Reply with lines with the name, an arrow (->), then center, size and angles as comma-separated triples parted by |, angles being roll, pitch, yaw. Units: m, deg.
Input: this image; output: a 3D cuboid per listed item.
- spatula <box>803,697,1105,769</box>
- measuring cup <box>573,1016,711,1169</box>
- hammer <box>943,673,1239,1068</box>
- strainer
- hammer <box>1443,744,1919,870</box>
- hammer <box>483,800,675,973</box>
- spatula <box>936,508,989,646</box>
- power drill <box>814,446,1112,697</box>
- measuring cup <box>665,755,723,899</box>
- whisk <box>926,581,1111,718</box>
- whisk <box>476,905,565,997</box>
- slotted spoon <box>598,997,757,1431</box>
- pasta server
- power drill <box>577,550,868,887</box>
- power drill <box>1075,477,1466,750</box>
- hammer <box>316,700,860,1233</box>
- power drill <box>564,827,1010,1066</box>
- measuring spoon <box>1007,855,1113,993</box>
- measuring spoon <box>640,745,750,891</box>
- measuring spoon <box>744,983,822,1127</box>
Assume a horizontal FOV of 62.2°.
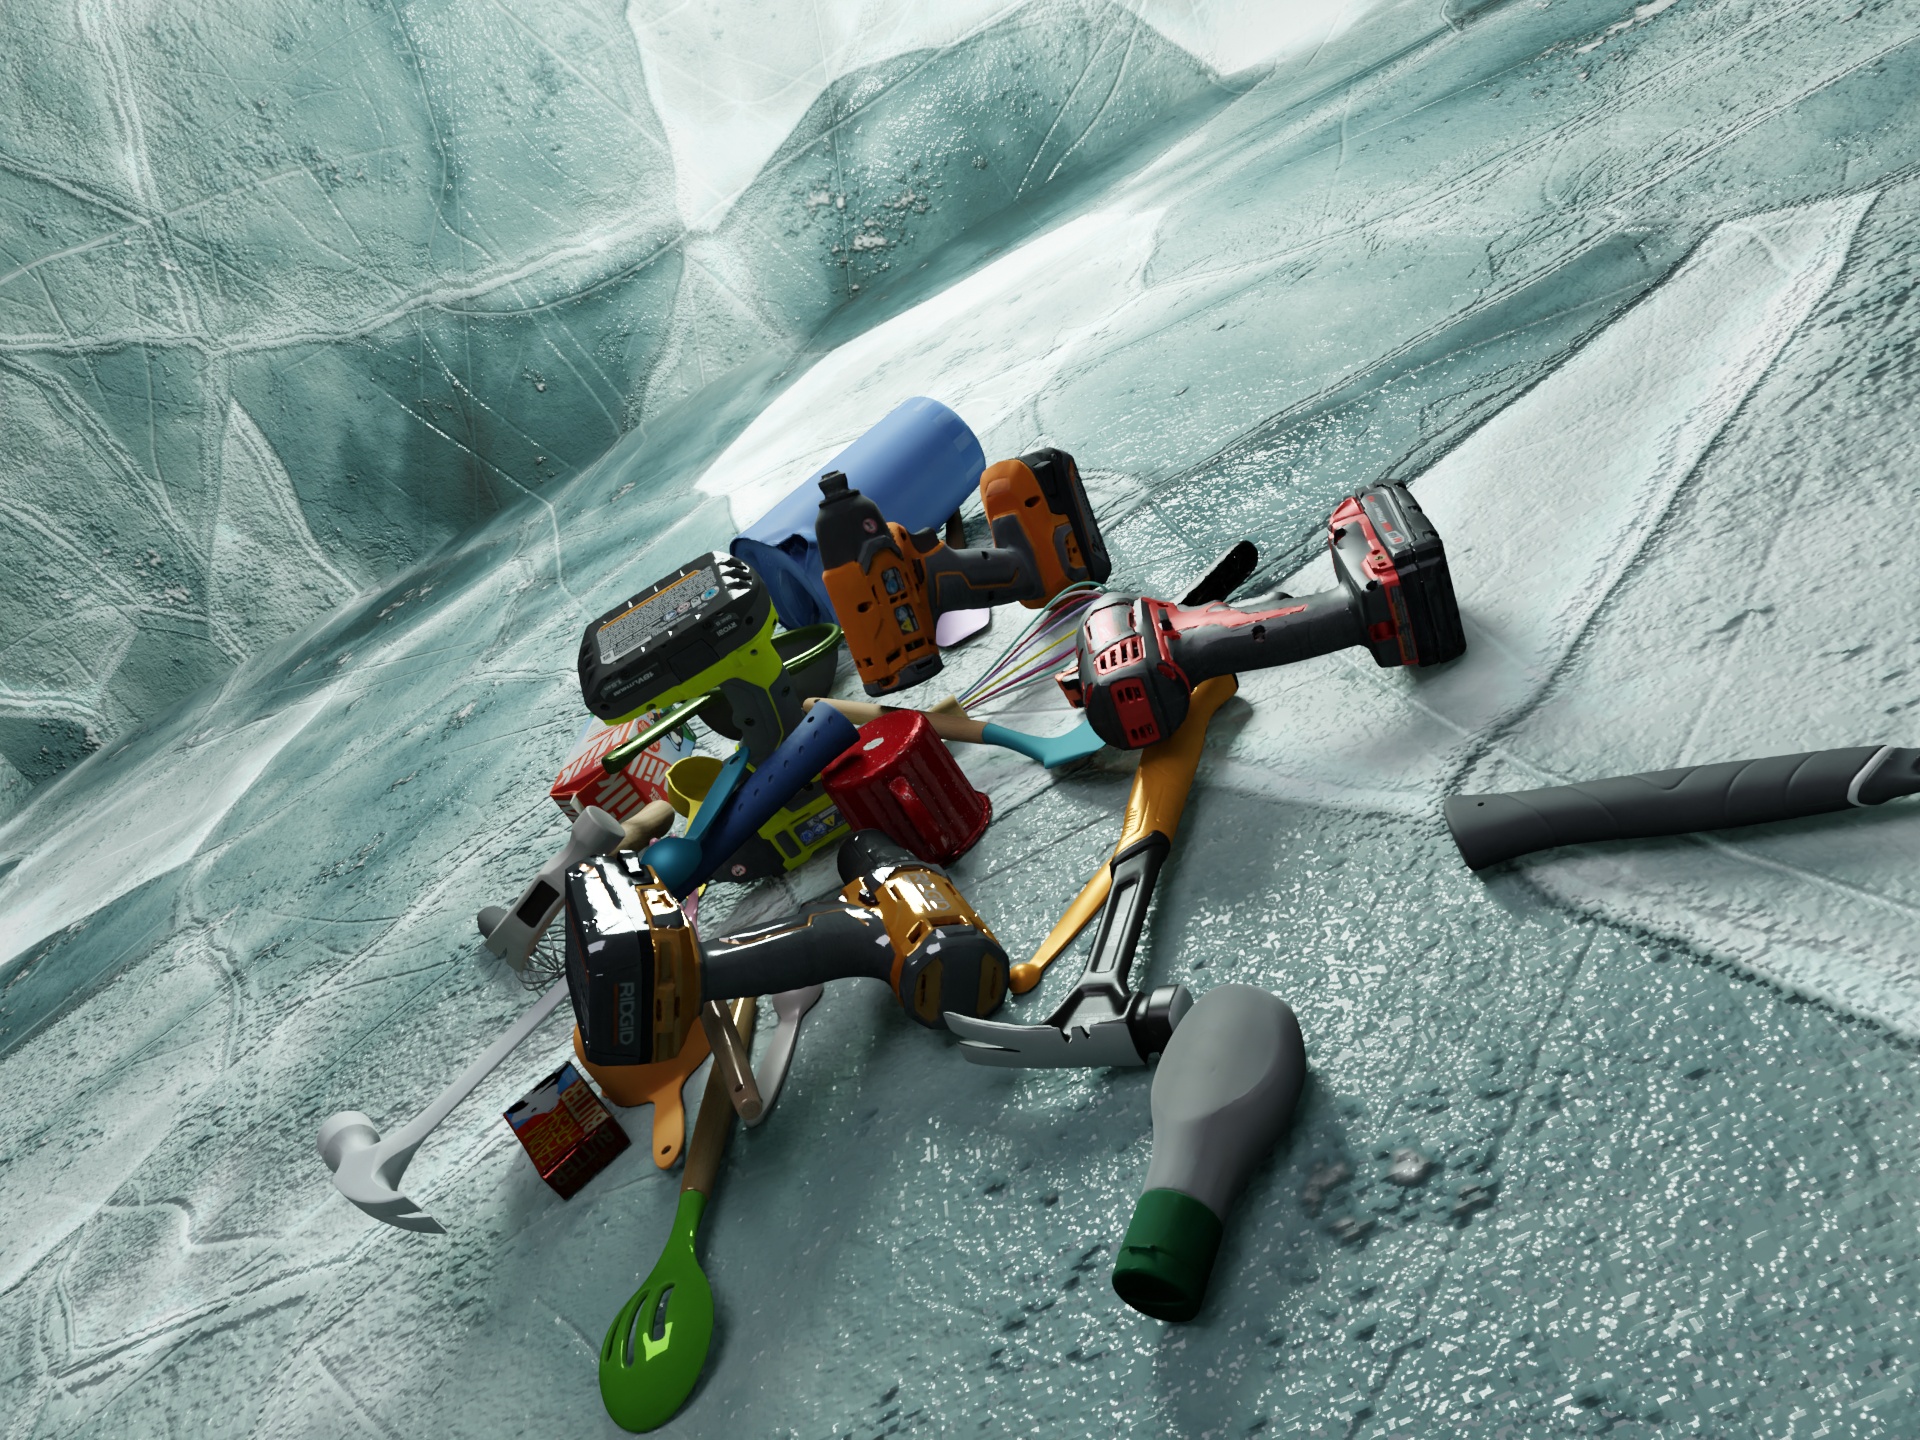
spatula -> -0.002, -0.004, 1.110 | 0.318, 0.044, 0.082 | 8, 40, 41
measuring cup -> -0.192, 0.207, 0.966 | 0.095, 0.052, 0.174 | -33, 22, 0
hammer -> 0.099, 0.064, 0.896 | 0.127, 0.034, 0.337 | -9, 31, 27
strainer -> -0.188, 0.000, 1.299 | 0.151, 0.069, 0.256 | -7, 22, 40
hammer -> 0.392, 0.015, 0.642 | 0.409, 0.036, 0.149 | -13, 30, 38
hammer -> -0.257, 0.099, 1.143 | 0.130, 0.031, 0.331 | -50, 2, 5
spatula -> -0.005, -0.140, 1.442 | 0.060, 0.018, 0.316 | -28, 25, 13
power drill -> -0.005, -0.131, 1.190 | 0.226, 0.164, 0.084 | -27, 10, -34
measuring cup -> -0.204, 0.089, 1.236 | 0.062, 0.029, 0.157 | 8, 40, -10
whisk -> 0.017, -0.024, 1.166 | 0.245, 0.051, 0.047 | -34, 29, 5
whisk -> -0.339, 0.170, 1.228 | 0.055, 0.055, 0.239 | -42, 22, -21
slotted spoon -> -0.143, 0.244, 0.870 | 0.070, 0.031, 0.314 | -30, 22, 17
pasta server -> -0.161, 0.149, 0.957 | 0.060, 0.040, 0.316 | -37, 25, -4
power drill -> -0.154, 0.012, 1.081 | 0.171, 0.223, 0.080 | -31, 37, 1
power drill -> 0.175, -0.063, 0.954 | 0.219, 0.078, 0.143 | -18, 28, 9
hammer -> -0.210, 0.138, 0.964 | 0.405, 0.035, 0.144 | -45, 30, -18
power drill -> -0.106, 0.115, 0.899 | 0.226, 0.084, 0.185 | -2, 21, -20
measuring spoon -> 0.062, 0.108, 0.893 | 0.021, 0.011, 0.117 | 1, 40, 51
measuring spoon -> -0.163, 0.054, 0.977 | 0.042, 0.021, 0.129 | -13, 35, 35
measuring spoon -> -0.110, 0.190, 0.942 | 0.034, 0.018, 0.124 | -22, 27, 23
